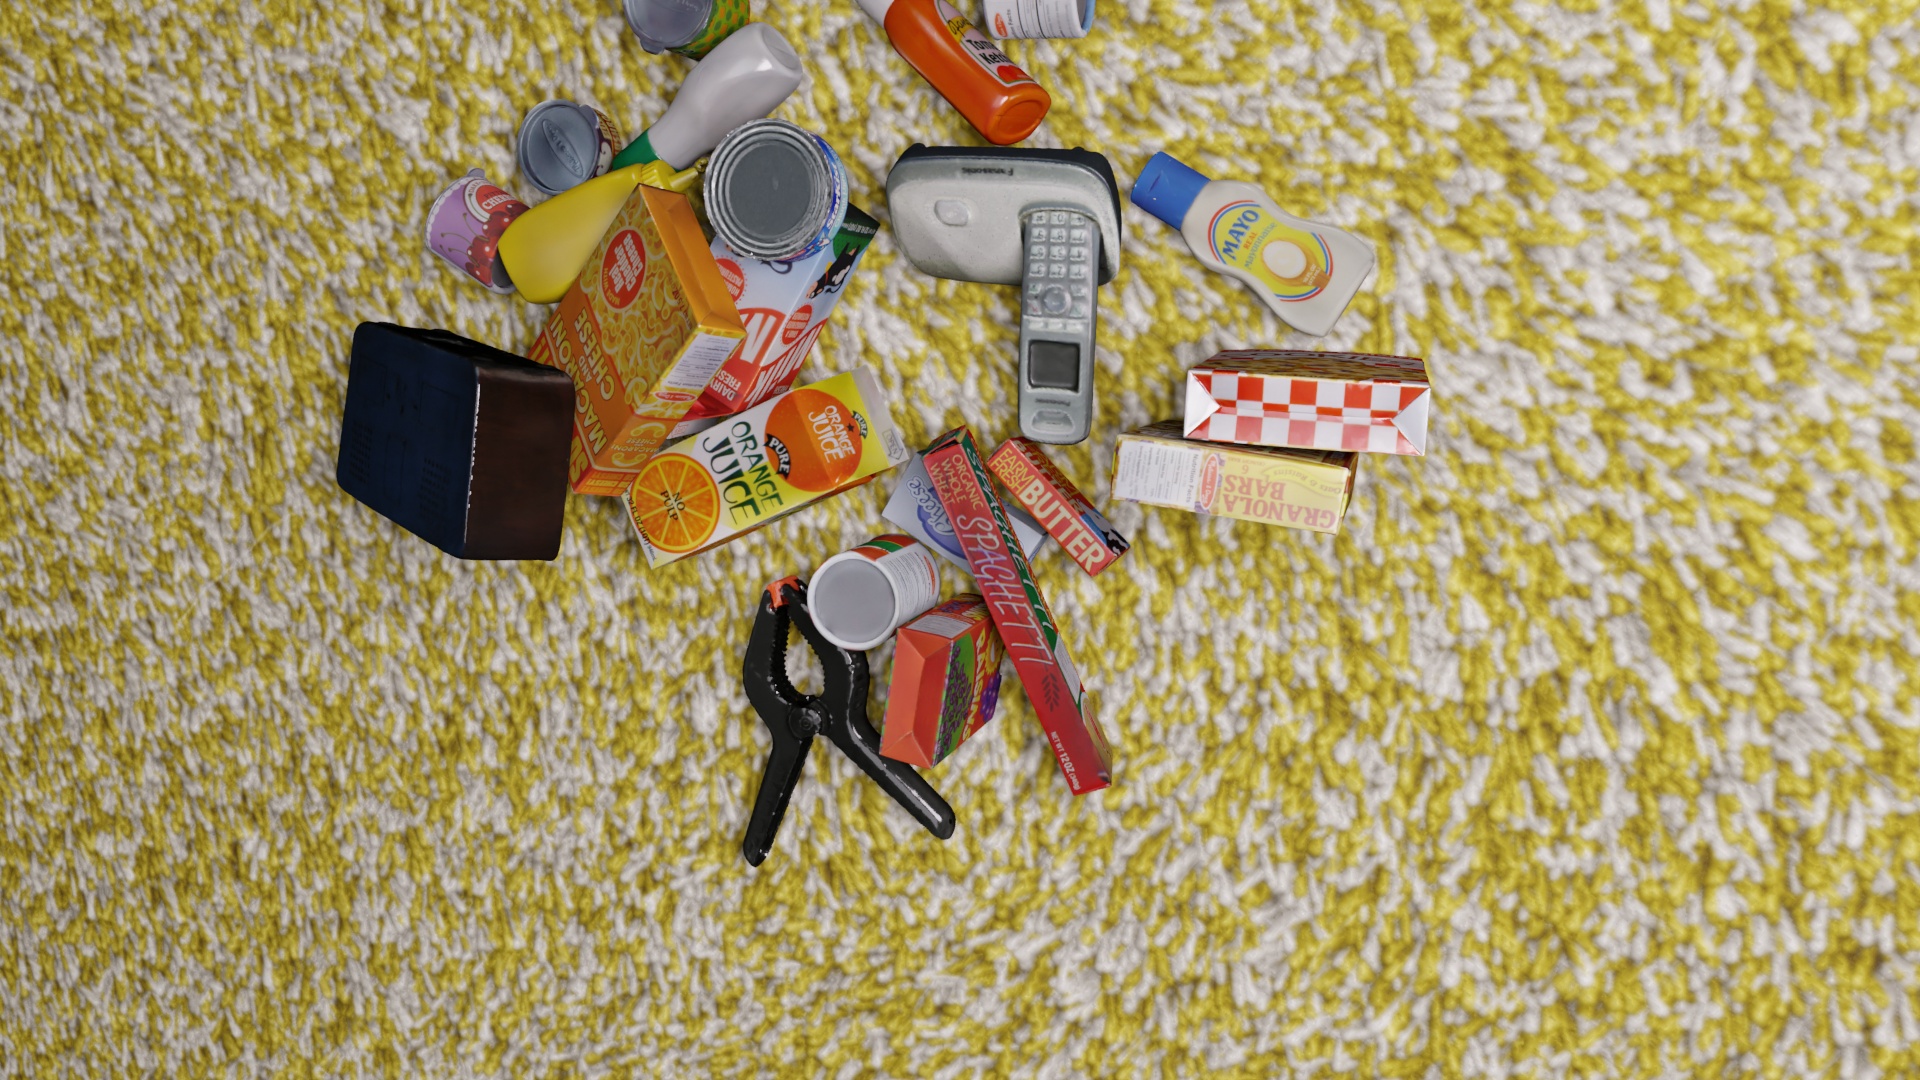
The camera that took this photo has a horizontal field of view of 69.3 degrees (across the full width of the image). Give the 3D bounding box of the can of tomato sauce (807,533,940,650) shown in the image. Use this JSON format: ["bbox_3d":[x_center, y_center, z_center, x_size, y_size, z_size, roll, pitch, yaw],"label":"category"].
[{"bbox_3d":[-0.059,0.034,0.931,0.071,0.083,0.071,2,99,17],"label":"can of tomato sauce"}]

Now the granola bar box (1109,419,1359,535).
[{"bbox_3d":[0.164,-0.041,0.808,0.124,0.166,0.039,10,100,16],"label":"granola bar box"}]

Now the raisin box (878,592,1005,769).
[{"bbox_3d":[-0.007,0.087,0.902,0.040,0.124,0.086,11,101,17],"label":"raisin box"}]

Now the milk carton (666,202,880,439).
[{"bbox_3d":[-0.140,-0.151,0.935,0.073,0.072,0.190,35,107,10],"label":"milk carton"}]

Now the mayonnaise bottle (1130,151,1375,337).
[{"bbox_3d":[0.175,-0.186,0.849,0.148,0.041,0.064,33,108,10],"label":"mayonnaise bottle"}]

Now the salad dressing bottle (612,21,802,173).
[{"bbox_3d":[-0.173,-0.286,0.935,0.147,0.064,0.044,-31,77,26],"label":"salad dressing bottle"}]

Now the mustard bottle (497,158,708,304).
[{"bbox_3d":[-0.233,-0.215,0.935,0.160,0.049,0.065,-23,95,17],"label":"mustard bottle"}]

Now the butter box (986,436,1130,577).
[{"bbox_3d":[0.064,-0.023,0.901,0.024,0.053,0.103,-44,84,16],"label":"butter box"}]

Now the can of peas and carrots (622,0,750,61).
[{"bbox_3d":[-0.182,-0.355,0.926,0.071,0.059,0.070,3,100,17],"label":"can of peas and carrots"}]

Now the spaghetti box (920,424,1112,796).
[{"bbox_3d":[0.039,0.045,0.897,0.028,0.050,0.249,-22,101,12],"label":"spaghetti box"}]

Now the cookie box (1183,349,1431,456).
[{"bbox_3d":[0.200,-0.083,0.790,0.123,0.168,0.040,5,103,16],"label":"cookie box"}]

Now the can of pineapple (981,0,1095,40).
[{"bbox_3d":[0.049,-0.344,0.853,0.058,0.071,0.071,5,100,16],"label":"can of pineapple"}]

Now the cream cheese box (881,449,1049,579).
[{"bbox_3d":[0.003,-0.012,0.937,0.104,0.024,0.053,33,107,10],"label":"cream cheese box"}]

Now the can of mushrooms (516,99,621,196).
[{"bbox_3d":[-0.273,-0.277,0.979,0.071,0.033,0.071,3,98,17],"label":"can of mushrooms"}]

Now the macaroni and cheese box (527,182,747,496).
[{"bbox_3d":[-0.214,-0.126,0.901,0.165,0.040,0.124,-44,59,33],"label":"macaroni and cheese box"}]

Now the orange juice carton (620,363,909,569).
[{"bbox_3d":[-0.131,-0.051,0.947,0.192,0.073,0.072,-23,90,18],"label":"orange juice carton"}]

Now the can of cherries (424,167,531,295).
[{"bbox_3d":[-0.335,-0.219,0.988,0.058,0.071,0.071,33,106,10],"label":"can of cherries"}]

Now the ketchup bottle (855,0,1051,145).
[{"bbox_3d":[-0.011,-0.313,0.880,0.149,0.065,0.043,47,122,15],"label":"ketchup bottle"}]
